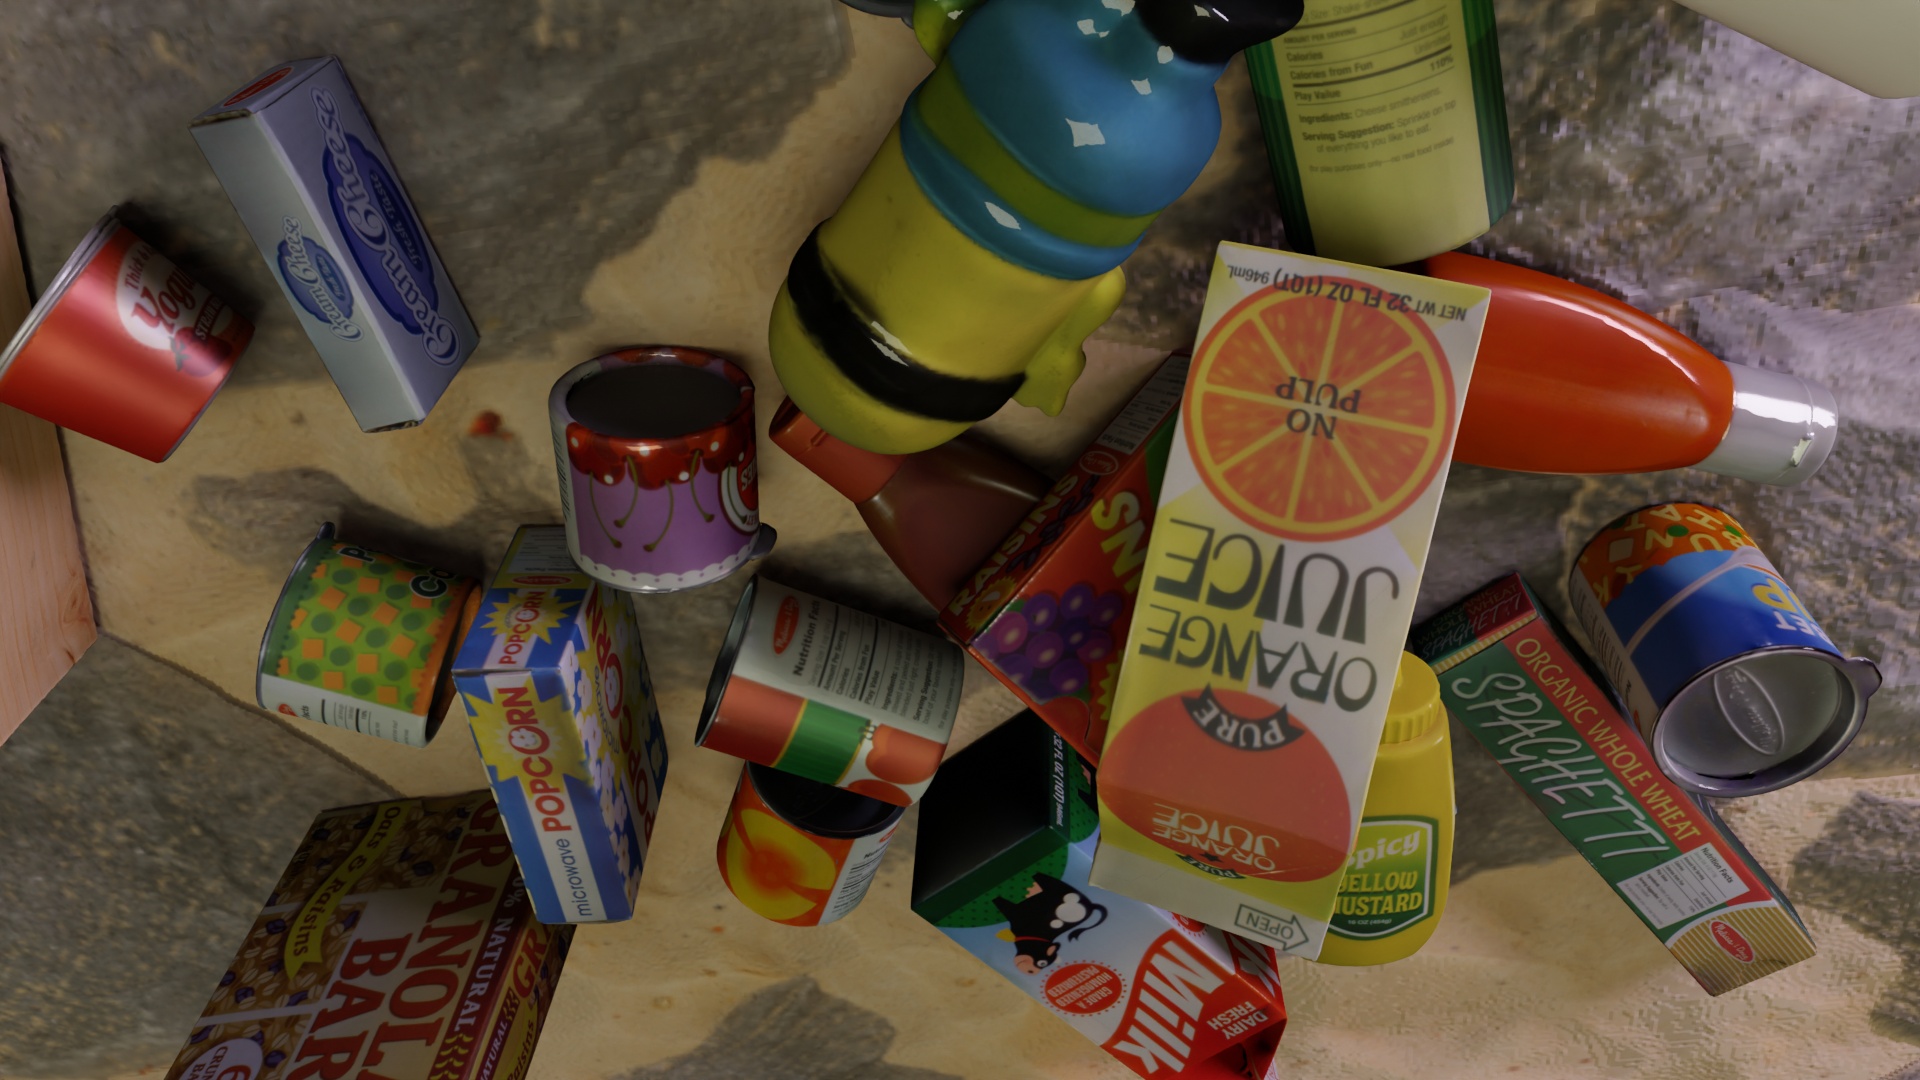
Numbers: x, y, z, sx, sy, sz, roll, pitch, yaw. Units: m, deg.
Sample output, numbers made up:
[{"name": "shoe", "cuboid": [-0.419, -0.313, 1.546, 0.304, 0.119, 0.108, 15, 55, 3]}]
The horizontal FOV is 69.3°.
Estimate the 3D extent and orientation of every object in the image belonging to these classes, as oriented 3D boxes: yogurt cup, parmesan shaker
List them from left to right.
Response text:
[{"name": "yogurt cup", "cuboid": [-0.266, -0.061, 0.445, 0.054, 0.073, 0.072, 35, 119, -30]}, {"name": "parmesan shaker", "cuboid": [0.108, -0.135, 0.380, 0.071, 0.072, 0.102, -15, 124, 12]}]

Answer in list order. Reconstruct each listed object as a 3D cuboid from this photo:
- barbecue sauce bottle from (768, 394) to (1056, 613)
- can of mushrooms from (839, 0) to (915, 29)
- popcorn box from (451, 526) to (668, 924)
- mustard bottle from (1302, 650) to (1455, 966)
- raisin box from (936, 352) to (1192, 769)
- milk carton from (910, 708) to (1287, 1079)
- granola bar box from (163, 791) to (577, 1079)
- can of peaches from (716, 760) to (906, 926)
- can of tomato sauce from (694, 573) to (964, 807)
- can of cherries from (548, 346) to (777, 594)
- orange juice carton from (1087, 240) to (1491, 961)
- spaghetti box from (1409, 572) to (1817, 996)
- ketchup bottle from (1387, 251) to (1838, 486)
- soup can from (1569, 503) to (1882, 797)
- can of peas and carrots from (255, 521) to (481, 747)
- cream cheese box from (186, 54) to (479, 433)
[{"name": "barbecue sauce bottle", "cuboid": [0.002, -0.006, 0.485, 0.148, 0.044, 0.064, 38, 106, -21]}, {"name": "can of mushrooms", "cuboid": [-0.016, -0.176, 0.373, 0.071, 0.034, 0.070, 0, 125, 1]}, {"name": "popcorn box", "cuboid": [-0.144, 0.069, 0.517, 0.038, 0.085, 0.126, -3, 124, 2]}, {"name": "mustard bottle", "cuboid": [0.147, 0.088, 0.505, 0.065, 0.049, 0.159, -5, 124, 2]}, {"name": "raisin box", "cuboid": [0.065, 0.011, 0.463, 0.086, 0.040, 0.123, 43, 86, -21]}, {"name": "milk carton", "cuboid": [0.072, 0.160, 0.582, 0.073, 0.073, 0.190, -37, 116, 24]}, {"name": "granola bar box", "cuboid": [-0.222, 0.170, 0.542, 0.124, 0.166, 0.039, -8, 123, 8]}, {"name": "can of peaches", "cuboid": [-0.062, 0.110, 0.557, 0.071, 0.071, 0.057, 16, 125, -9]}, {"name": "can of tomato sauce", "cuboid": [-0.049, 0.058, 0.519, 0.083, 0.071, 0.070, 19, 123, -12]}, {"name": "can of cherries", "cuboid": [-0.098, -0.025, 0.463, 0.071, 0.072, 0.058, 3, 124, 0]}, {"name": "orange juice carton", "cuboid": [0.090, 0.020, 0.397, 0.072, 0.073, 0.192, 14, 97, 15]}, {"name": "spaghetti box", "cuboid": [0.269, 0.106, 0.564, 0.050, 0.029, 0.249, -36, 117, 24]}, {"name": "ketchup bottle", "cuboid": [0.204, -0.049, 0.449, 0.149, 0.044, 0.064, 11, 117, -6]}, {"name": "soup can", "cuboid": [0.261, 0.035, 0.481, 0.071, 0.084, 0.071, 1, 125, 1]}, {"name": "can of peas and carrots", "cuboid": [-0.214, 0.035, 0.510, 0.059, 0.071, 0.070, 17, 124, -10]}, {"name": "cream cheese box", "cuboid": [-0.188, -0.090, 0.427, 0.024, 0.054, 0.103, -10, 124, 11]}]
